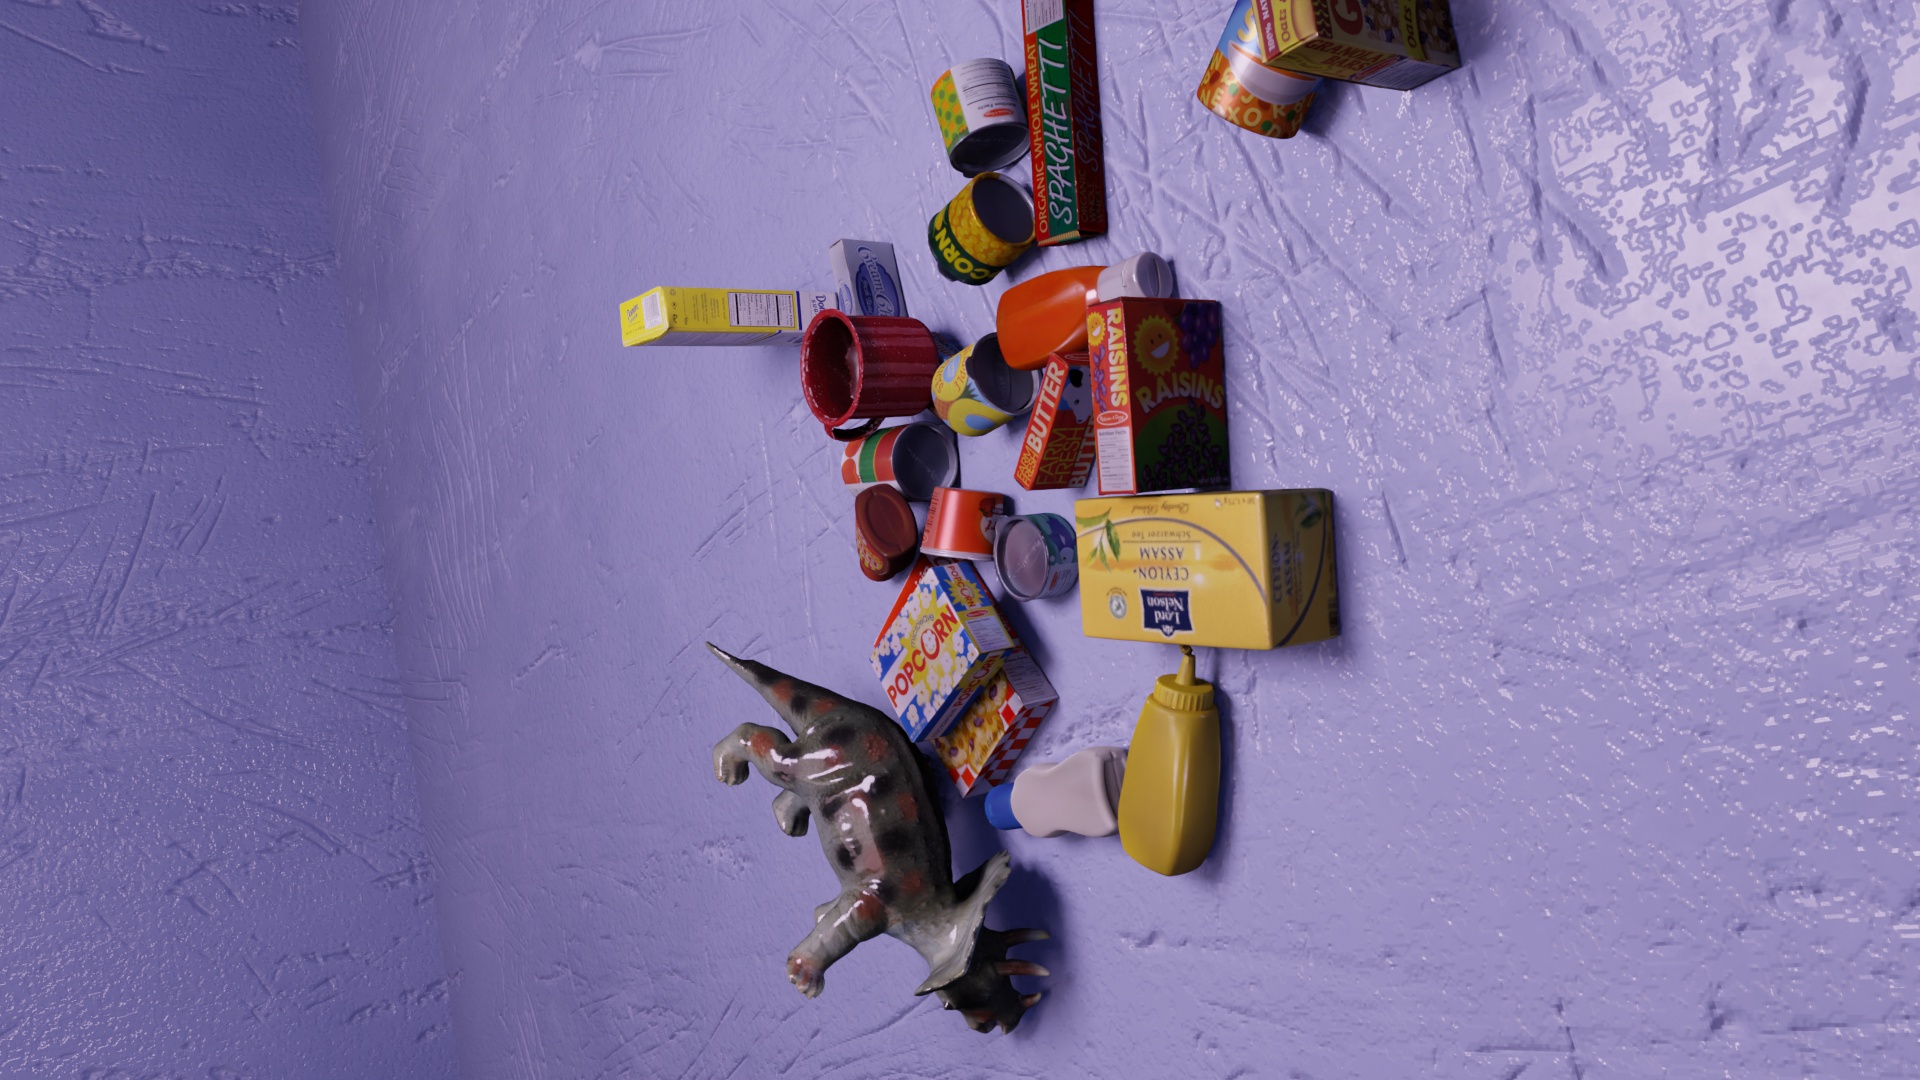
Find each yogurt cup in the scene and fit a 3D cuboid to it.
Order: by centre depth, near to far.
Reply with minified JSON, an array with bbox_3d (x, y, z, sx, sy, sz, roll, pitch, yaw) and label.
[{"bbox_3d":[0.004,-0.014,1.097,0.072,0.072,0.054,9,94,53],"label":"yogurt cup"}]

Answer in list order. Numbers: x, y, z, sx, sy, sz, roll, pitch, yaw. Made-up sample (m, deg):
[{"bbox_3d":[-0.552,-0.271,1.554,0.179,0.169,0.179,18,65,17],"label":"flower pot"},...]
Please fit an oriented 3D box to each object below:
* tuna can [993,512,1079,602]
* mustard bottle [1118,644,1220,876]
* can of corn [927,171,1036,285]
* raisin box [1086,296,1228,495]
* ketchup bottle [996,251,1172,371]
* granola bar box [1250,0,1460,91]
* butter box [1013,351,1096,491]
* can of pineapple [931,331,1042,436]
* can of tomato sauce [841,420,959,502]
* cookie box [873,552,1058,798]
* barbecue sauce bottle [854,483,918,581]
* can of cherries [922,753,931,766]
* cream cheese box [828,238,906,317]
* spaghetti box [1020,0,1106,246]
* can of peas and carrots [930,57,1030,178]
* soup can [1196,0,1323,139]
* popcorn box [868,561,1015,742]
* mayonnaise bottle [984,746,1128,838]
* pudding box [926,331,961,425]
[{"bbox_3d":[0.056,0.010,1.053,0.071,0.033,0.071,10,103,53],"label":"tuna can"},{"bbox_3d":[0.146,0.143,0.935,0.065,0.049,0.159,24,113,50],"label":"mustard bottle"},{"bbox_3d":[0.017,-0.233,1.043,0.058,0.071,0.071,-33,69,50],"label":"can of corn"},{"bbox_3d":[0.128,-0.093,0.897,0.040,0.086,0.123,-1,94,56],"label":"raisin box"},{"bbox_3d":[0.085,-0.165,0.981,0.148,0.043,0.065,-12,81,54],"label":"ketchup bottle"},{"bbox_3d":[0.198,-0.329,0.737,0.039,0.124,0.165,-17,81,52],"label":"granola bar box"},{"bbox_3d":[0.077,-0.085,0.995,0.024,0.053,0.103,45,129,43],"label":"butter box"},{"bbox_3d":[0.018,-0.119,1.057,0.057,0.071,0.071,-26,74,52],"label":"can of pineapple"},{"bbox_3d":[-0.051,-0.065,1.163,0.083,0.071,0.071,-2,93,54],"label":"can of tomato sauce"},{"bbox_3d":[0.000,0.105,1.138,0.168,0.040,0.122,56,135,32],"label":"cookie box"},{"bbox_3d":[-0.064,0.001,1.160,0.065,0.044,0.148,63,169,10],"label":"barbecue sauce bottle"},{"bbox_3d":[-0.059,0.219,1.208,0.071,0.072,0.058,1,97,54],"label":"can of cherries"},{"bbox_3d":[-0.076,-0.205,1.188,0.024,0.053,0.104,-24,75,50],"label":"cream cheese box"},{"bbox_3d":[0.071,-0.336,0.990,0.050,0.029,0.249,-1,94,54],"label":"spaghetti box"},{"bbox_3d":[0.015,-0.316,1.039,0.070,0.071,0.059,-35,66,50],"label":"can of peas and carrots"},{"bbox_3d":[0.184,-0.285,0.808,0.071,0.071,0.083,52,134,36],"label":"soup can"},{"bbox_3d":[-0.017,0.089,1.090,0.085,0.038,0.126,60,137,28],"label":"popcorn box"},{"bbox_3d":[0.074,0.195,1.049,0.147,0.041,0.065,-24,74,54],"label":"mayonnaise bottle"},{"bbox_3d":[-0.015,-0.133,1.134,0.084,0.030,0.049,43,126,42],"label":"pudding box"}]
